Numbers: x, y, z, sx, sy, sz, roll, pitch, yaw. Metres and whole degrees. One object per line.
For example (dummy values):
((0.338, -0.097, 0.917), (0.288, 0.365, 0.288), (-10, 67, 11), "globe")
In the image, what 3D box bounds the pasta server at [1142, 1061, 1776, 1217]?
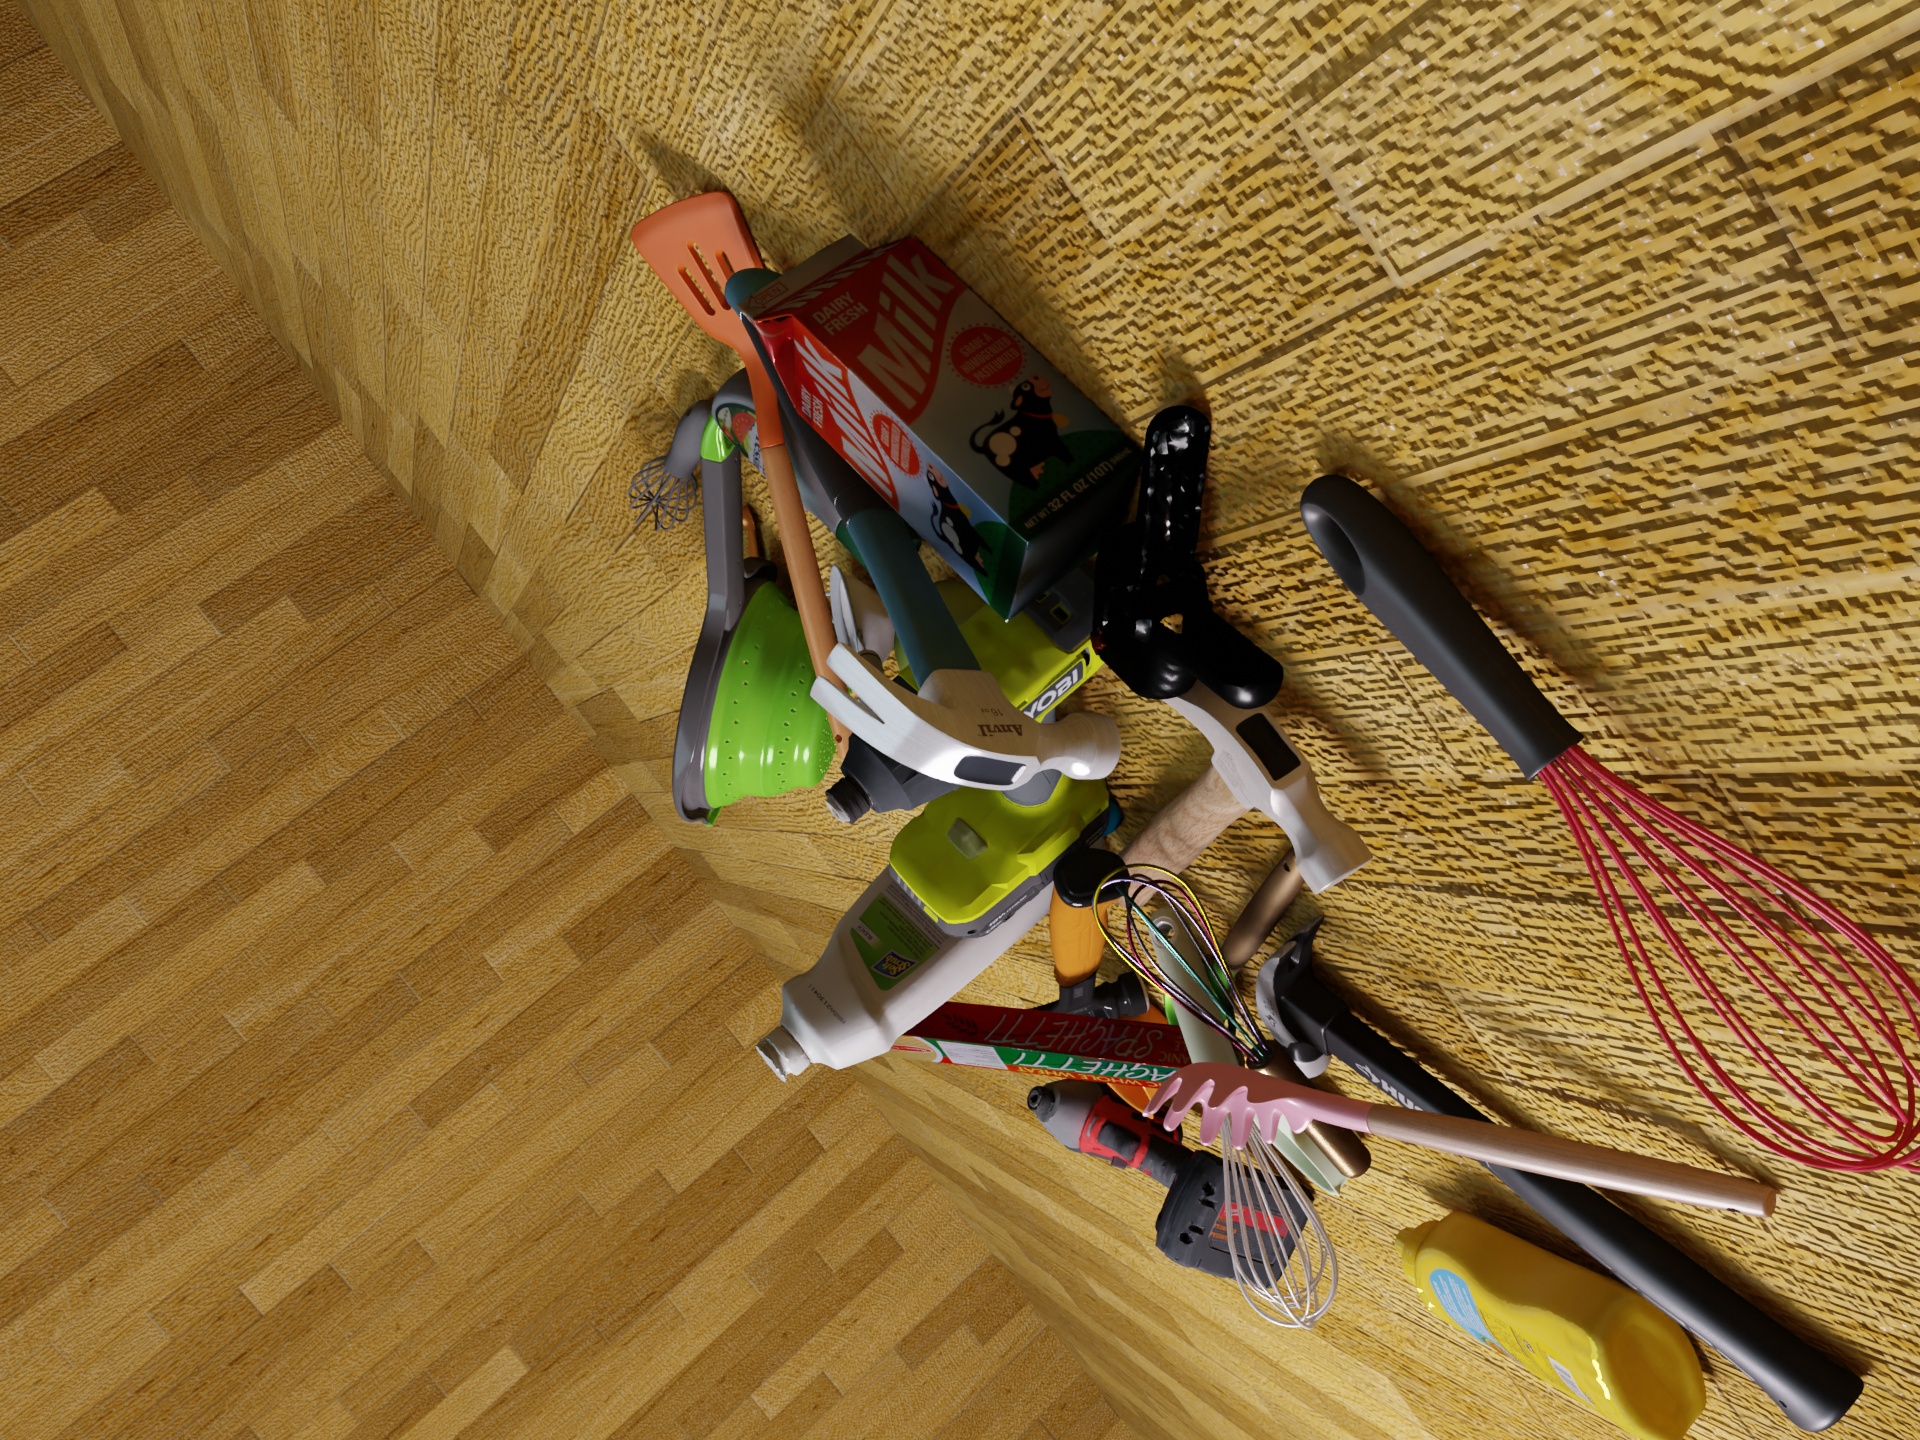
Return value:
((0.220, 0.203, 0.760), (0.316, 0.040, 0.060), (0, 151, 47), "pasta server")

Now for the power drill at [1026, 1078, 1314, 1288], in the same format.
((0.150, 0.338, 1.216), (0.143, 0.078, 0.220), (26, 178, -30), "power drill")

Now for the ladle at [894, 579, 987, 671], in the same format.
((-0.002, -0.003, 1.050), (0.078, 0.062, 0.320), (46, 169, 15), "ladle")

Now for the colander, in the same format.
((-0.130, -0.064, 1.123), (0.094, 0.205, 0.396), (14, 141, 5), "colander")

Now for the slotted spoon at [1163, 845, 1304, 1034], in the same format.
((0.162, 0.133, 0.919), (0.313, 0.031, 0.070), (96, 150, -64), "slotted spoon")

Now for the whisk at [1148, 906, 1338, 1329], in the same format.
((0.154, 0.220, 0.905), (0.059, 0.058, 0.247), (24, -137, -54), "whisk")

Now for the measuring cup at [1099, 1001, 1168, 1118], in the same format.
((0.121, 0.250, 1.224), (0.095, 0.052, 0.173), (51, 165, -1), "measuring cup")

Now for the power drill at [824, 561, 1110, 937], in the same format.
((0.011, 0.027, 0.847), (0.080, 0.171, 0.223), (44, 165, 23), "power drill")

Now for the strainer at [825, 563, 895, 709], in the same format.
((-0.057, -0.036, 0.990), (0.259, 0.050, 0.086), (-109, 11, -66), "strainer")

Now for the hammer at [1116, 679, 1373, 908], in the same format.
((0.118, 0.055, 0.843), (0.130, 0.031, 0.331), (57, 167, 10), "hammer")

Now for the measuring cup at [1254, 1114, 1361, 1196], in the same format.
((0.207, 0.233, 0.965), (0.083, 0.038, 0.167), (40, 166, 34), "measuring cup")

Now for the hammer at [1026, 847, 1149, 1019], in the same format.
((0.066, 0.151, 1.000), (0.336, 0.127, 0.034), (84, 168, -66), "hammer")

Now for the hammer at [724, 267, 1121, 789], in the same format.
((-0.044, -0.103, 0.754), (0.033, 0.128, 0.331), (-57, 47, 39), "hammer")

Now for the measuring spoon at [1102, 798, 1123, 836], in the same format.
((0.040, 0.045, 0.992), (0.129, 0.021, 0.042), (20, 153, 26), "measuring spoon")

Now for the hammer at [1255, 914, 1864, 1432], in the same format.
((0.278, 0.220, 0.790), (0.335, 0.035, 0.146), (36, 158, 39), "hammer")

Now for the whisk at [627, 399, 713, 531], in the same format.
((-0.208, -0.188, 1.167), (0.055, 0.055, 0.239), (52, 159, -5), "whisk")

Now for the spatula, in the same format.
((-0.106, -0.129, 0.898), (0.081, 0.041, 0.322), (-5, 103, 38), "spatula")

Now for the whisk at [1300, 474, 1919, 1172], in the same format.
((0.212, 0.028, 0.533), (0.296, 0.073, 0.073), (53, 164, 16), "whisk")

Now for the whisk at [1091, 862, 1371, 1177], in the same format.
((0.155, 0.165, 0.861), (0.244, 0.047, 0.051), (49, 167, -20), "whisk")

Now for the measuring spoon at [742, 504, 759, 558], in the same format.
((-0.162, -0.129, 1.214), (0.116, 0.011, 0.021), (101, 147, -67), "measuring spoon")
